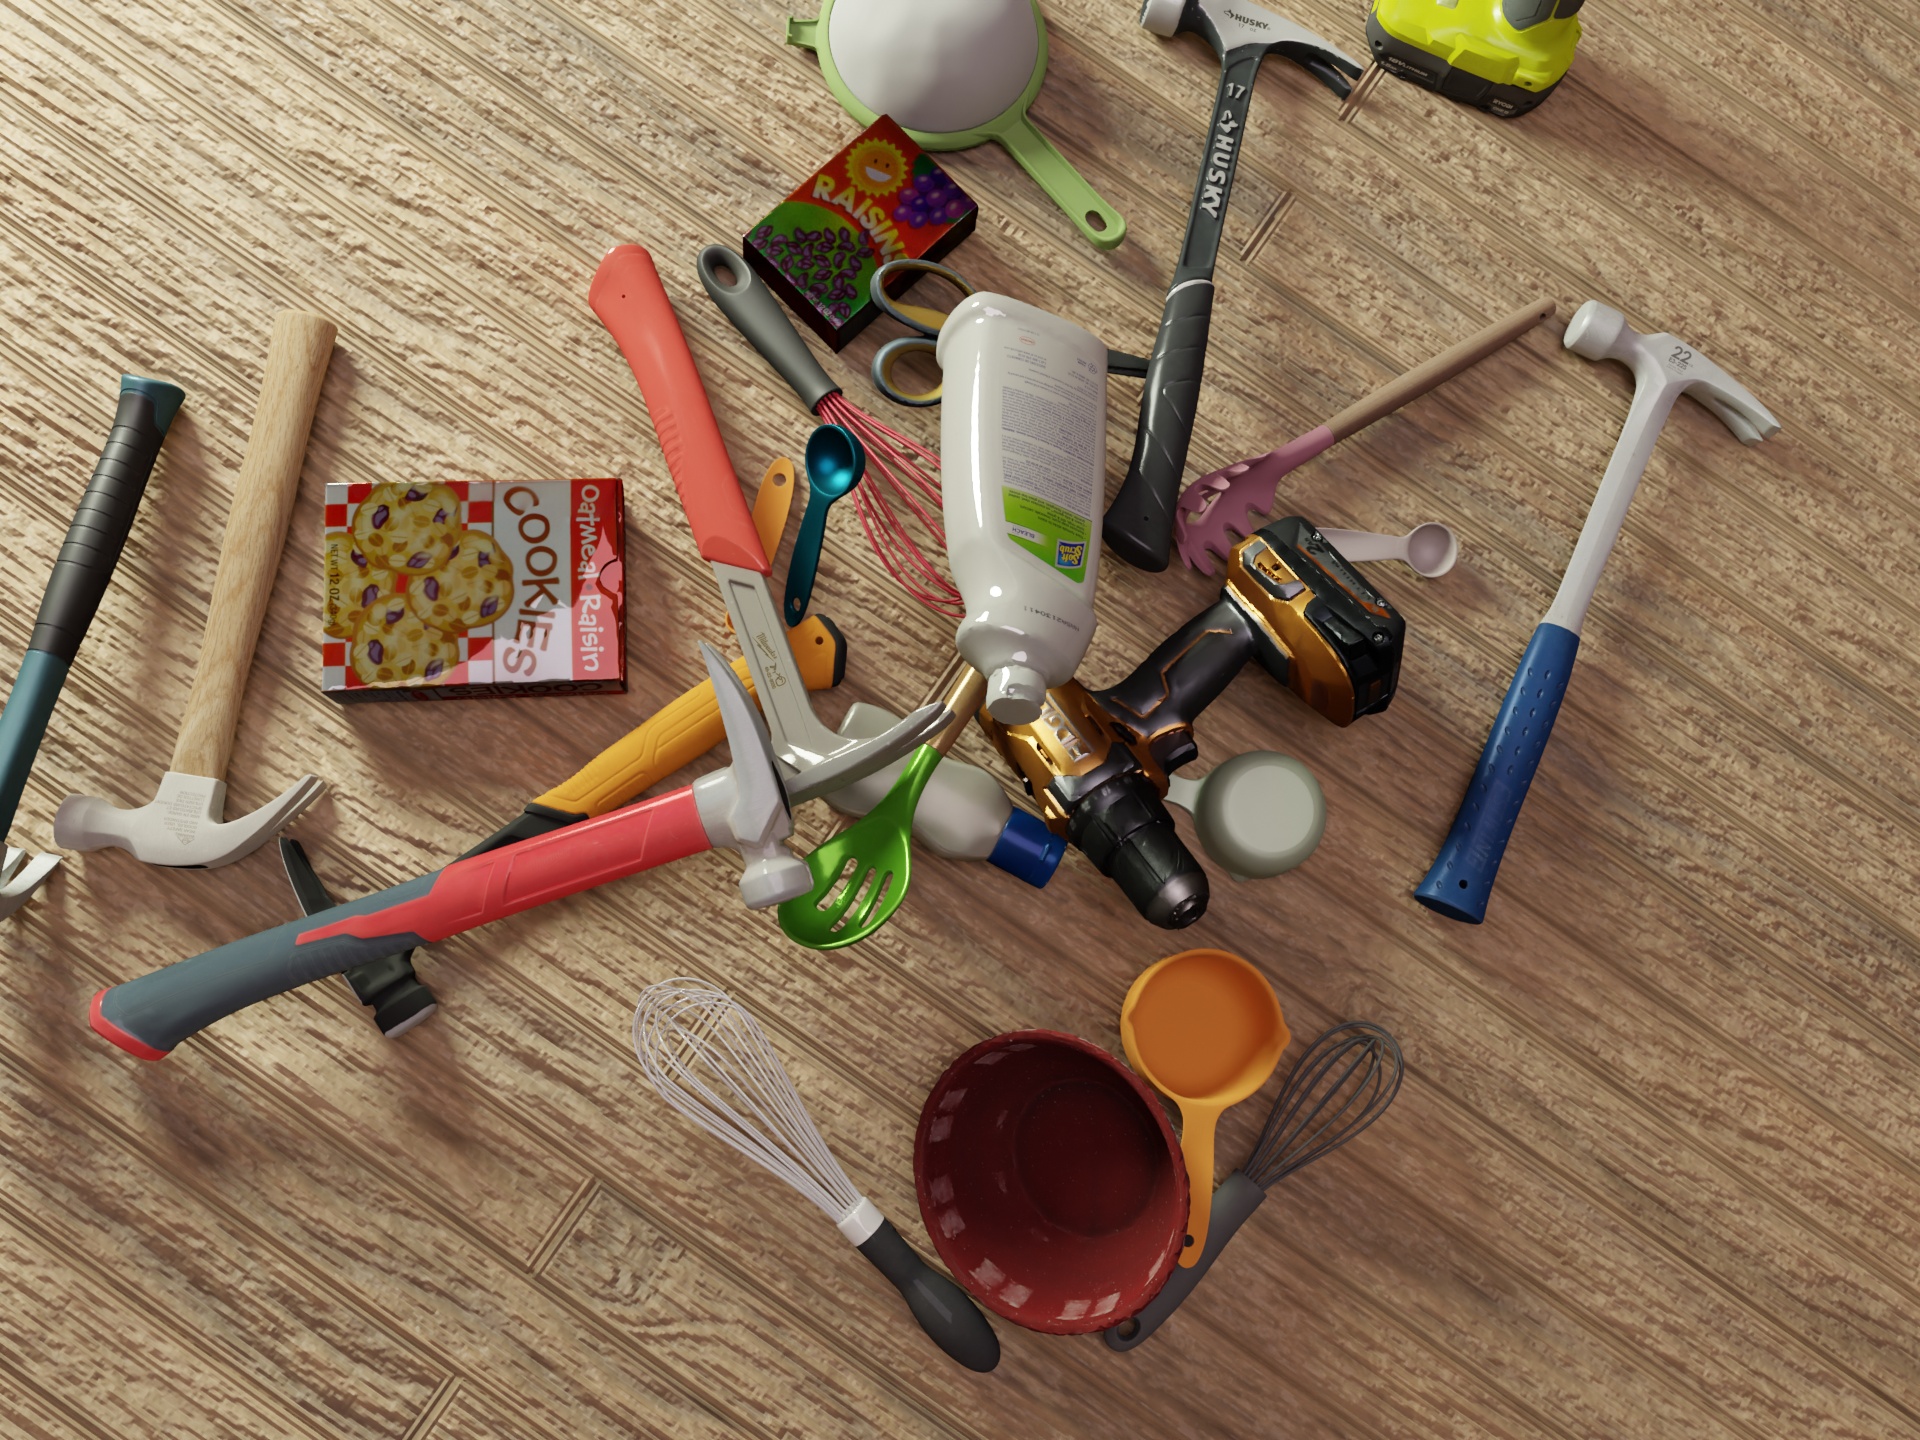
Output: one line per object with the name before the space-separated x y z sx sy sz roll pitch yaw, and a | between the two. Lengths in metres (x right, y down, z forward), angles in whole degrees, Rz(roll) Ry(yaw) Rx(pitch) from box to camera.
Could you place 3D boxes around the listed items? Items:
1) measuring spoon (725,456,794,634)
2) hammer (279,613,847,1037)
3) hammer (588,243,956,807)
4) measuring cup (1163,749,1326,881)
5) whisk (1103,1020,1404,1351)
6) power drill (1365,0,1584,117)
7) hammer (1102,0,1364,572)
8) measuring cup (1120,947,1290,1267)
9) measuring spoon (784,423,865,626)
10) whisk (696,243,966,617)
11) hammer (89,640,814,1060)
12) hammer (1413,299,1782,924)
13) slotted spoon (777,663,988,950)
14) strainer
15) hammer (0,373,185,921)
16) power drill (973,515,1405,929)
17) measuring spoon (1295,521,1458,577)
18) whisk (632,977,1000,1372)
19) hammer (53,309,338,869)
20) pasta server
measuring spoon | -0.120 -0.105 0.959 0.021 0.011 0.117 14 75 -4
hammer | -0.213 0.034 0.910 0.337 0.034 0.127 -34 86 -11
hammer | -0.131 -0.125 0.911 0.149 0.036 0.359 -24 72 8
measuring cup | 0.137 0.040 0.942 0.167 0.038 0.083 19 78 -3
whisk | 0.166 0.266 0.903 0.055 0.055 0.239 44 83 3
power drill | 0.341 -0.476 0.965 0.171 0.223 0.080 21 78 -2
hammer | 0.150 -0.279 0.983 0.149 0.036 0.409 15 72 -5
measuring cup | 0.131 0.217 0.904 0.095 0.052 0.174 7 81 -5
measuring spoon | -0.080 -0.112 0.929 0.042 0.128 0.021 37 33 32
whisk | -0.068 -0.177 0.956 0.073 0.073 0.296 -36 78 -11
hammer | -0.280 0.083 0.842 0.386 0.038 0.143 -19 86 3
hammer | 0.382 -0.062 0.988 0.144 0.035 0.405 26 78 0
slotted spoon | -0.001 -0.003 0.888 0.070 0.031 0.314 20 68 33
strainer | 0.019 -0.403 0.997 0.151 0.069 0.256 -40 84 -11
hammer | -0.491 -0.046 0.865 0.033 0.128 0.331 12 70 -5
power drill | 0.144 0.001 0.904 0.226 0.084 0.186 -30 57 -9
measuring spoon | 0.248 -0.108 0.991 0.124 0.018 0.034 2 93 -6
whisk | -0.077 0.252 0.875 0.070 0.070 0.284 -43 91 -11
hammer | -0.408 -0.078 0.912 0.130 0.031 0.331 9 78 -4
pasta server | 0.256 -0.188 0.998 0.316 0.060 0.040 -31 47 -13
